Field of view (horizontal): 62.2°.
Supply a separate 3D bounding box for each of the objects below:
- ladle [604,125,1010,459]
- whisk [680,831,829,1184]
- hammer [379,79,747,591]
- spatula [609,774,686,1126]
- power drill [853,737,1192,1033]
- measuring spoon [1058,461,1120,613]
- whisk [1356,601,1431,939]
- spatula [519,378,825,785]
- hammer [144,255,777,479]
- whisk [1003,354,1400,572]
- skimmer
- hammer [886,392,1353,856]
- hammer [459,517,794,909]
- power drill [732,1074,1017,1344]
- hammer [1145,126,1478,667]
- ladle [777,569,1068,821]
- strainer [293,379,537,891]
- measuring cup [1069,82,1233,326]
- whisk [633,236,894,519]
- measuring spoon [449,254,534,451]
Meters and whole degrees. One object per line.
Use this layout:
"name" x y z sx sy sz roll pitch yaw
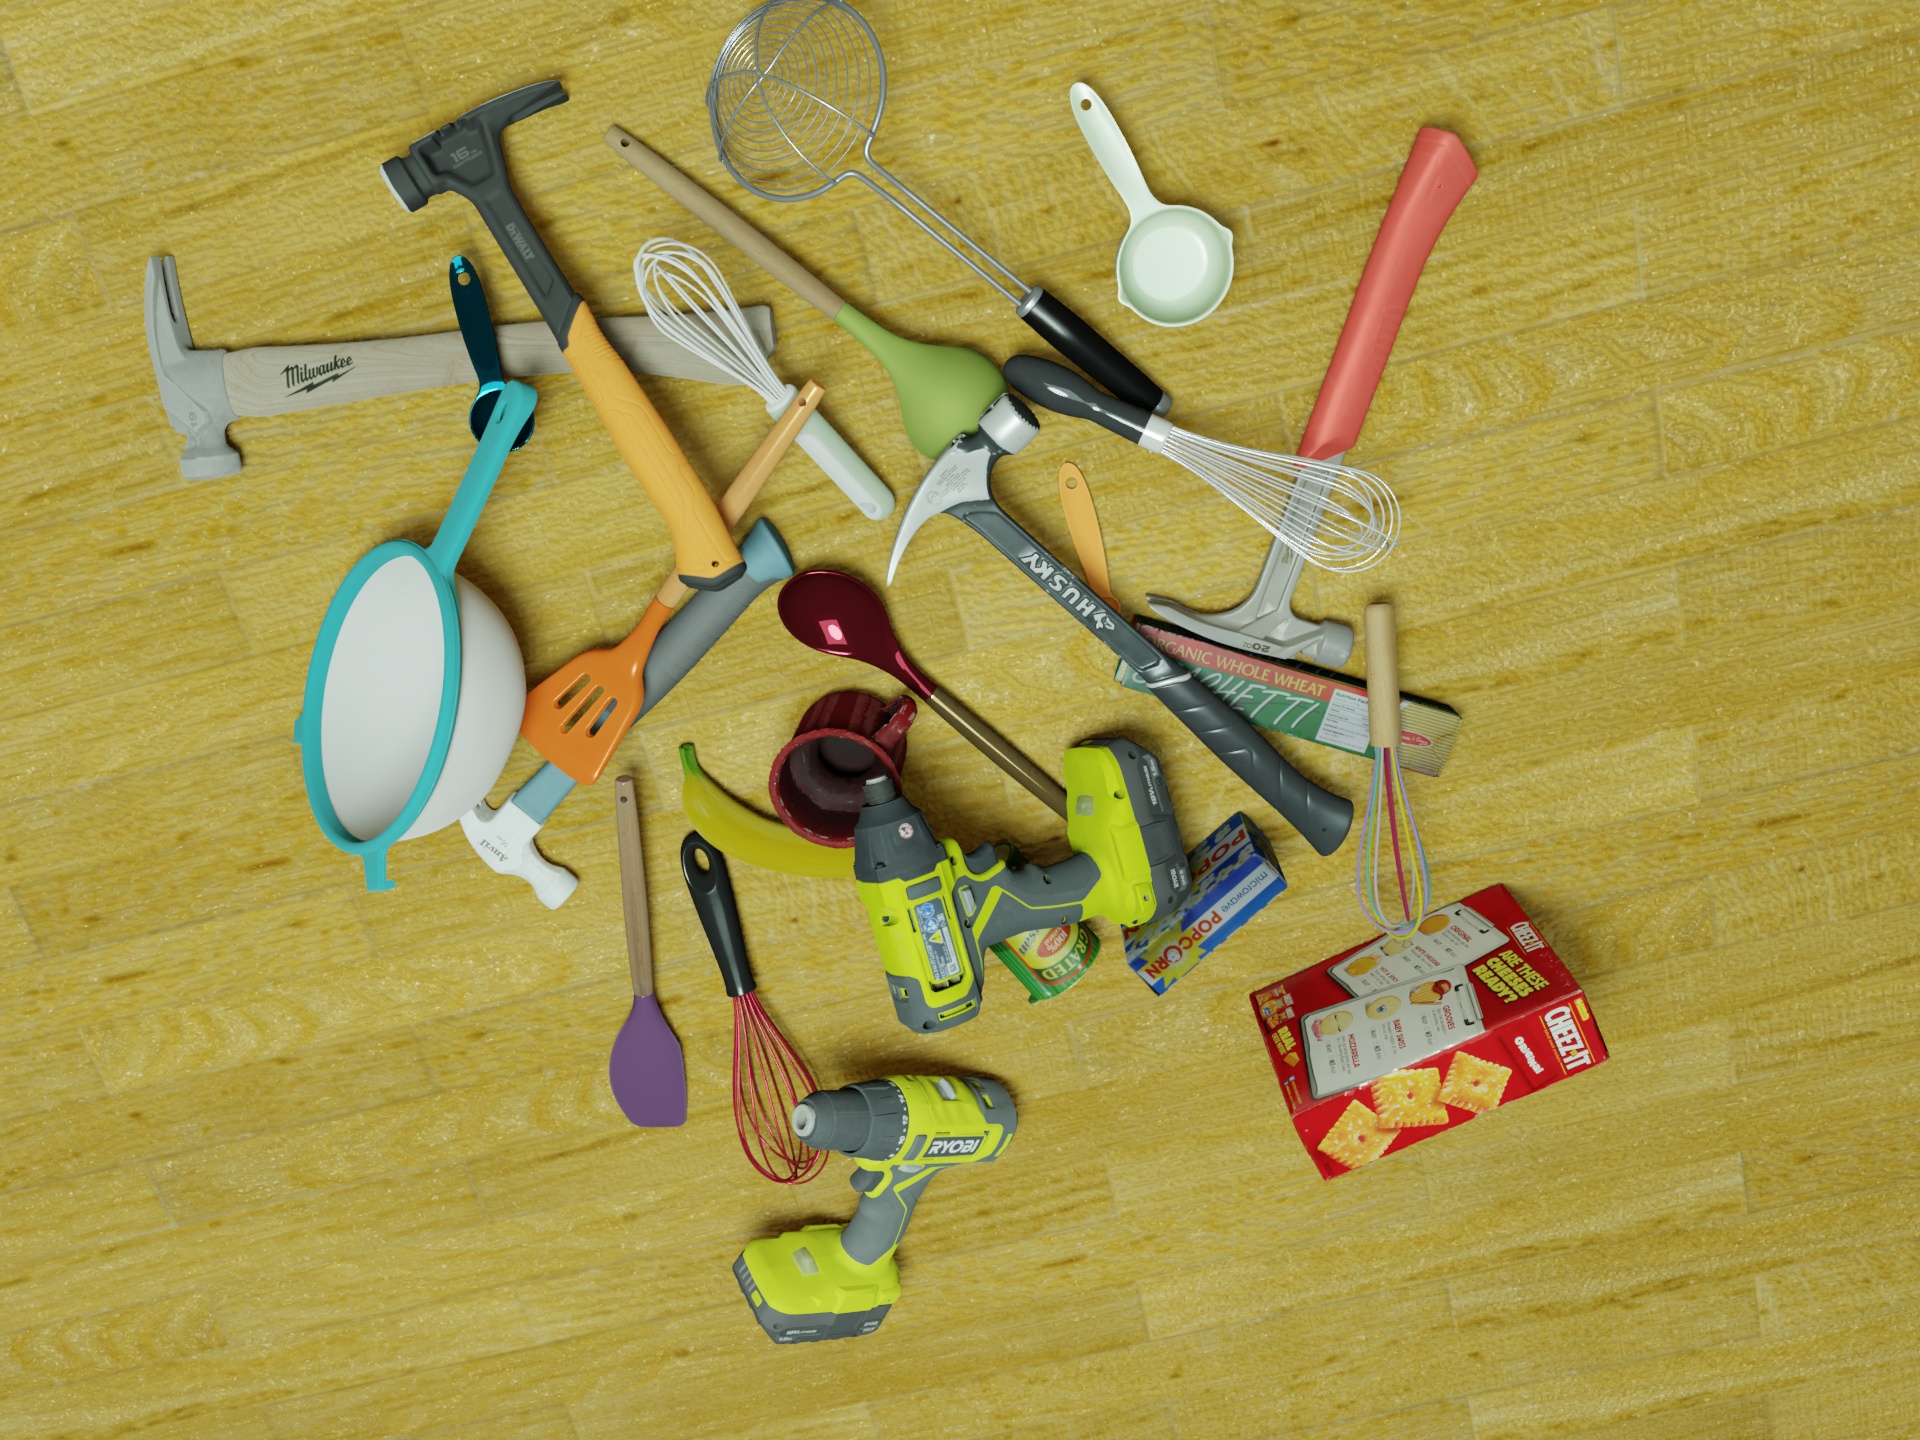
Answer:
"ladle" -0.101 -0.284 1.052 0.320 0.062 0.078 37 89 -4
"whisk" -0.162 0.223 1.211 0.073 0.073 0.295 -14 102 4
"hammer" -0.228 -0.236 1.014 0.127 0.034 0.337 -31 93 -3
"spatula" -0.243 0.183 1.200 0.060 0.018 0.315 1 116 -1
"power drill" 0.038 0.096 1.097 0.223 0.080 0.171 -18 96 -25
"measuring spoon" 0.090 -0.125 1.118 0.021 0.011 0.117 -16 104 6
"whisk" 0.305 0.038 1.122 0.051 0.047 0.245 -6 102 1
"spatula" -0.188 -0.096 1.062 0.081 0.041 0.322 41 111 5
"hammer" -0.330 -0.252 1.059 0.410 0.038 0.146 -5 107 1
"whisk" 0.158 -0.175 1.047 0.284 0.070 0.070 26 107 3
"skimmer" -0.004 -0.321 1.041 0.363 0.090 0.127 34 111 -22
"hammer" 0.126 -0.037 1.098 0.408 0.036 0.149 41 113 -17
"hammer" -0.237 -0.013 1.141 0.128 0.033 0.331 42 103 -14
"power drill" -0.080 0.363 1.210 0.190 0.080 0.228 12 115 -41
"hammer" 0.249 -0.217 1.073 0.149 0.037 0.359 15 108 -5
"ladle" -0.002 -0.004 1.148 0.315 0.031 0.069 40 122 -15
"strainer" -0.329 -0.064 1.064 0.095 0.211 0.340 12 115 -45
"measuring cup" 0.115 -0.335 1.033 0.083 0.038 0.167 -30 104 9
"whisk" -0.123 -0.215 1.037 0.058 0.059 0.246 -8 138 42
"measuring spoon" -0.309 -0.238 1.039 0.042 0.021 0.128 -14 96 -3
